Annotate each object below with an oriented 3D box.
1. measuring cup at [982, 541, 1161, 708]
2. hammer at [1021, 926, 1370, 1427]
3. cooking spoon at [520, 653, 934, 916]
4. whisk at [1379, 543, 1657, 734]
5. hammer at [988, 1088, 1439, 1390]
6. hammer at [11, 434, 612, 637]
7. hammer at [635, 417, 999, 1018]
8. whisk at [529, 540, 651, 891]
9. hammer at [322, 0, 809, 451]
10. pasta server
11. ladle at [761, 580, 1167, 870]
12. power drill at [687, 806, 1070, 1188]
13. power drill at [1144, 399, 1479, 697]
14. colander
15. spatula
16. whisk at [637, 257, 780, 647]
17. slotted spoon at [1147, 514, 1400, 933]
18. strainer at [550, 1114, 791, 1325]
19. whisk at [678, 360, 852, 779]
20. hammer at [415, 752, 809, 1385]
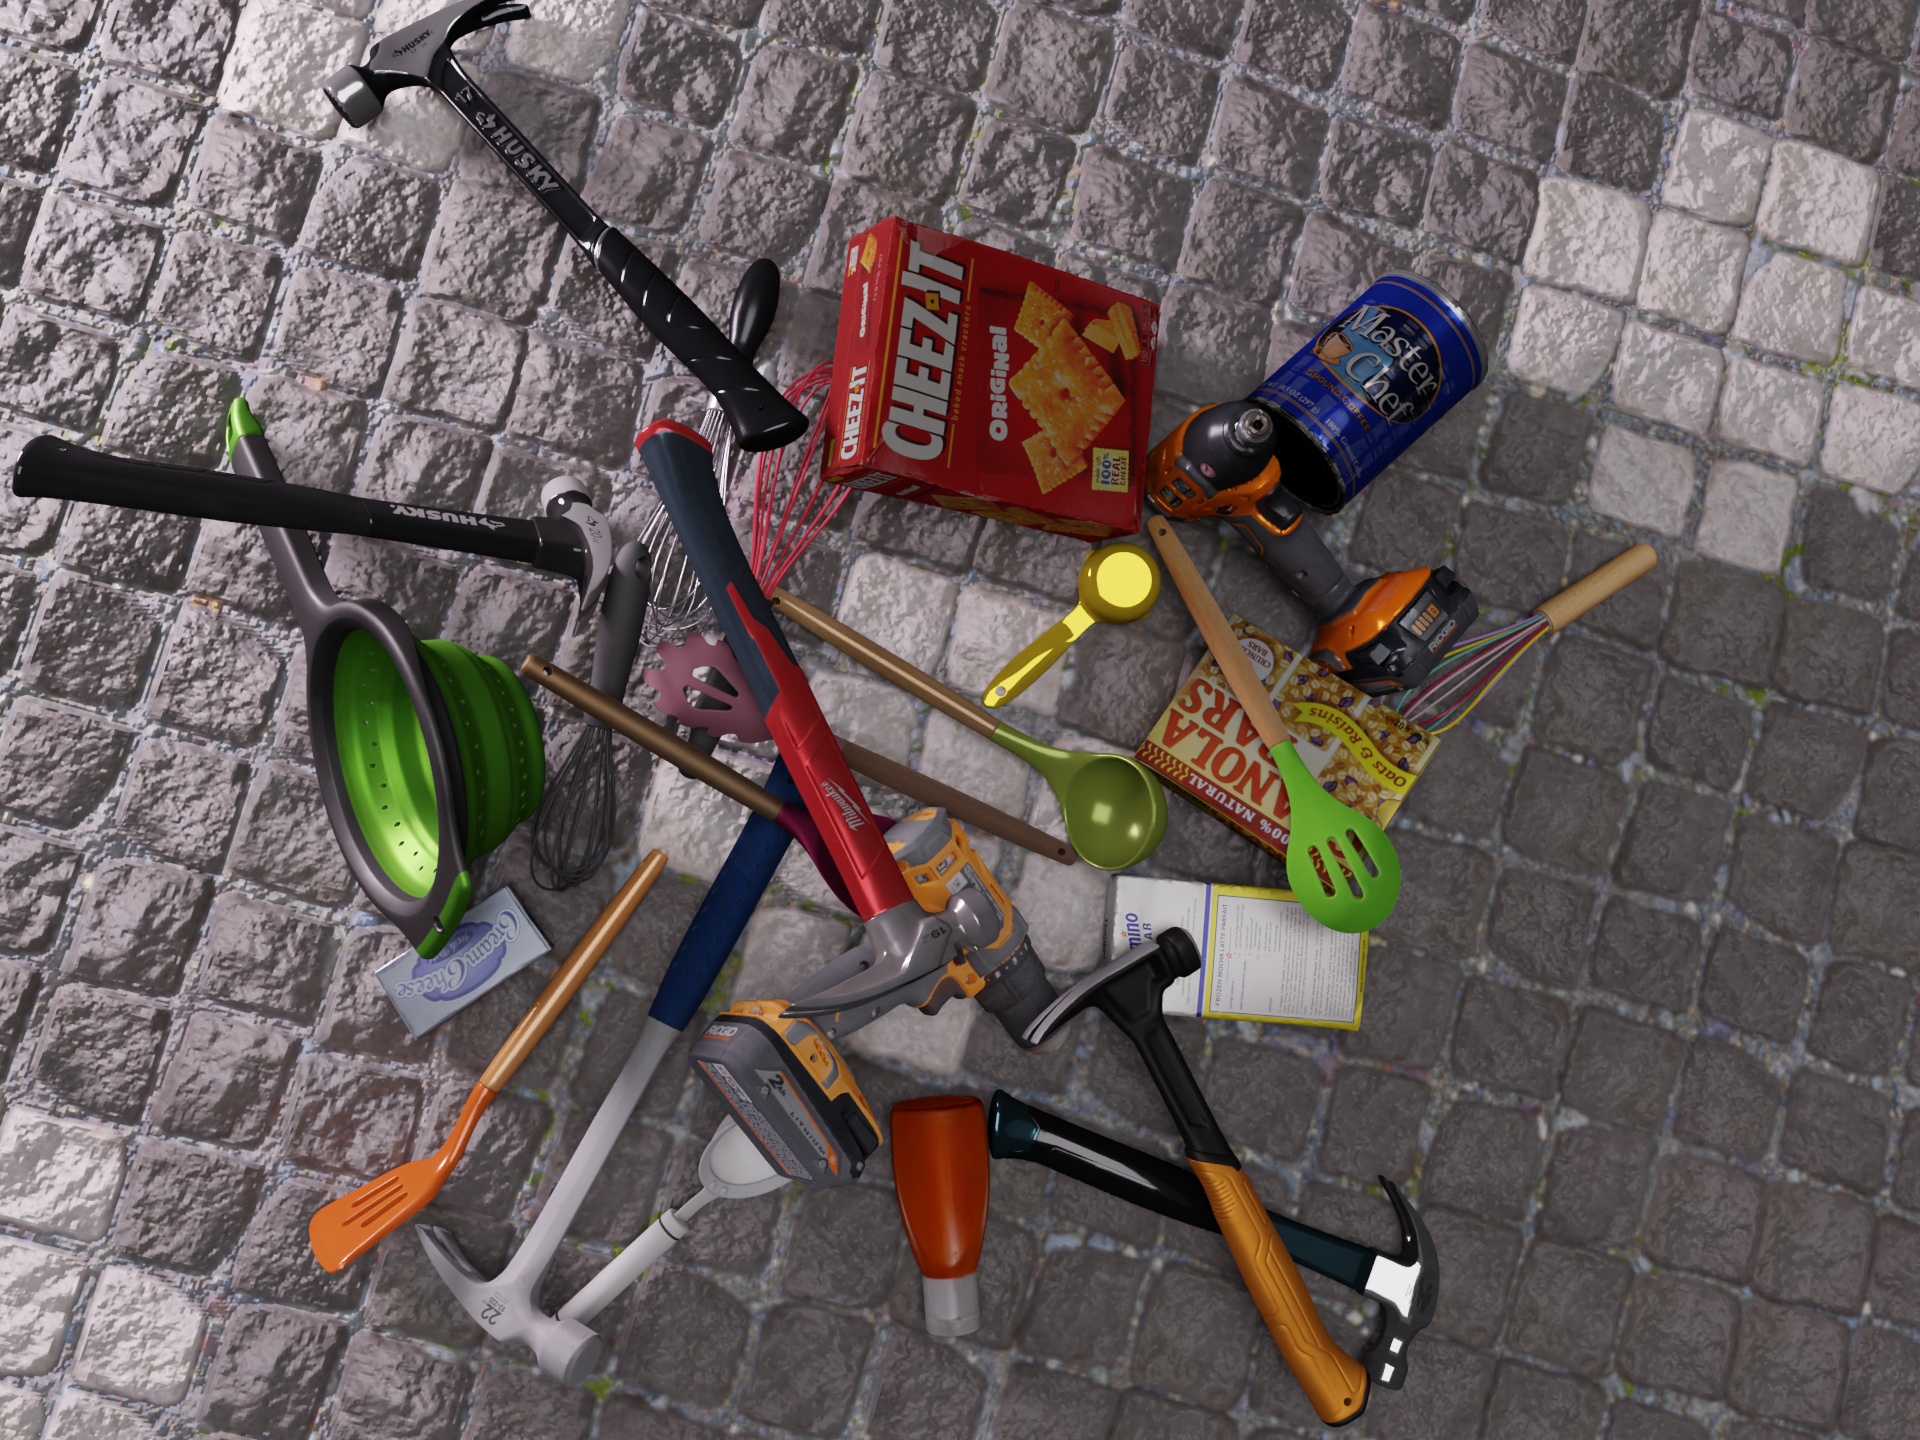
[{"bbox_3d":[0.075,-0.063,1.097,0.156,0.029,0.062,-42,90,-8],"label":"measuring cup"},{"bbox_3d":[0.168,0.309,1.030,0.127,0.034,0.337,-29,93,-16],"label":"hammer"},{"bbox_3d":[-0.138,0.045,1.018,0.318,0.017,0.069,33,71,-20],"label":"cooking spoon"},{"bbox_3d":[0.398,-0.056,1.123,0.245,0.047,0.051,-31,116,-12],"label":"whisk"},{"bbox_3d":[0.169,0.330,1.073,0.331,0.033,0.128,23,84,-3],"label":"hammer"},{"bbox_3d":[-0.370,-0.120,0.948,0.334,0.146,0.035,6,126,-31],"label":"hammer"},{"bbox_3d":[-0.122,-0.011,0.972,0.143,0.038,0.386,-21,77,-28],"label":"hammer"},{"bbox_3d":[-0.235,0.000,1.026,0.055,0.055,0.239,14,100,-4],"label":"whisk"},{"bbox_3d":[-0.241,-0.326,1.048,0.149,0.036,0.409,-41,78,-10],"label":"hammer"},{"bbox_3d":[-0.058,0.028,1.048,0.316,0.040,0.060,26,92,-19],"label":"pasta server"},{"bbox_3d":[-0.002,-0.003,1.073,0.320,0.062,0.078,31,112,1],"label":"ladle"},{"bbox_3d":[-0.037,0.191,1.007,0.226,0.084,0.185,-44,108,-31],"label":"power drill"},{"bbox_3d":[0.228,-0.119,1.052,0.226,0.164,0.084,43,81,-3],"label":"power drill"},{"bbox_3d":[-0.364,-0.048,1.020,0.094,0.204,0.397,-15,68,-40],"label":"colander"},{"bbox_3d":[-0.297,0.212,1.029,0.041,0.081,0.322,42,77,-29],"label":"spatula"},{"bbox_3d":[-0.169,-0.183,1.074,0.070,0.070,0.285,15,79,-4],"label":"whisk"},{"bbox_3d":[0.198,-0.005,1.054,0.070,0.031,0.314,-27,72,3],"label":"slotted spoon"},{"bbox_3d":[-0.182,0.320,1.036,0.258,0.050,0.086,-42,134,-2],"label":"strainer"},{"bbox_3d":[-0.127,-0.100,1.054,0.073,0.073,0.296,21,88,-4],"label":"whisk"},{"bbox_3d":[-0.202,0.203,1.030,0.144,0.035,0.405,23,77,22],"label":"hammer"}]
